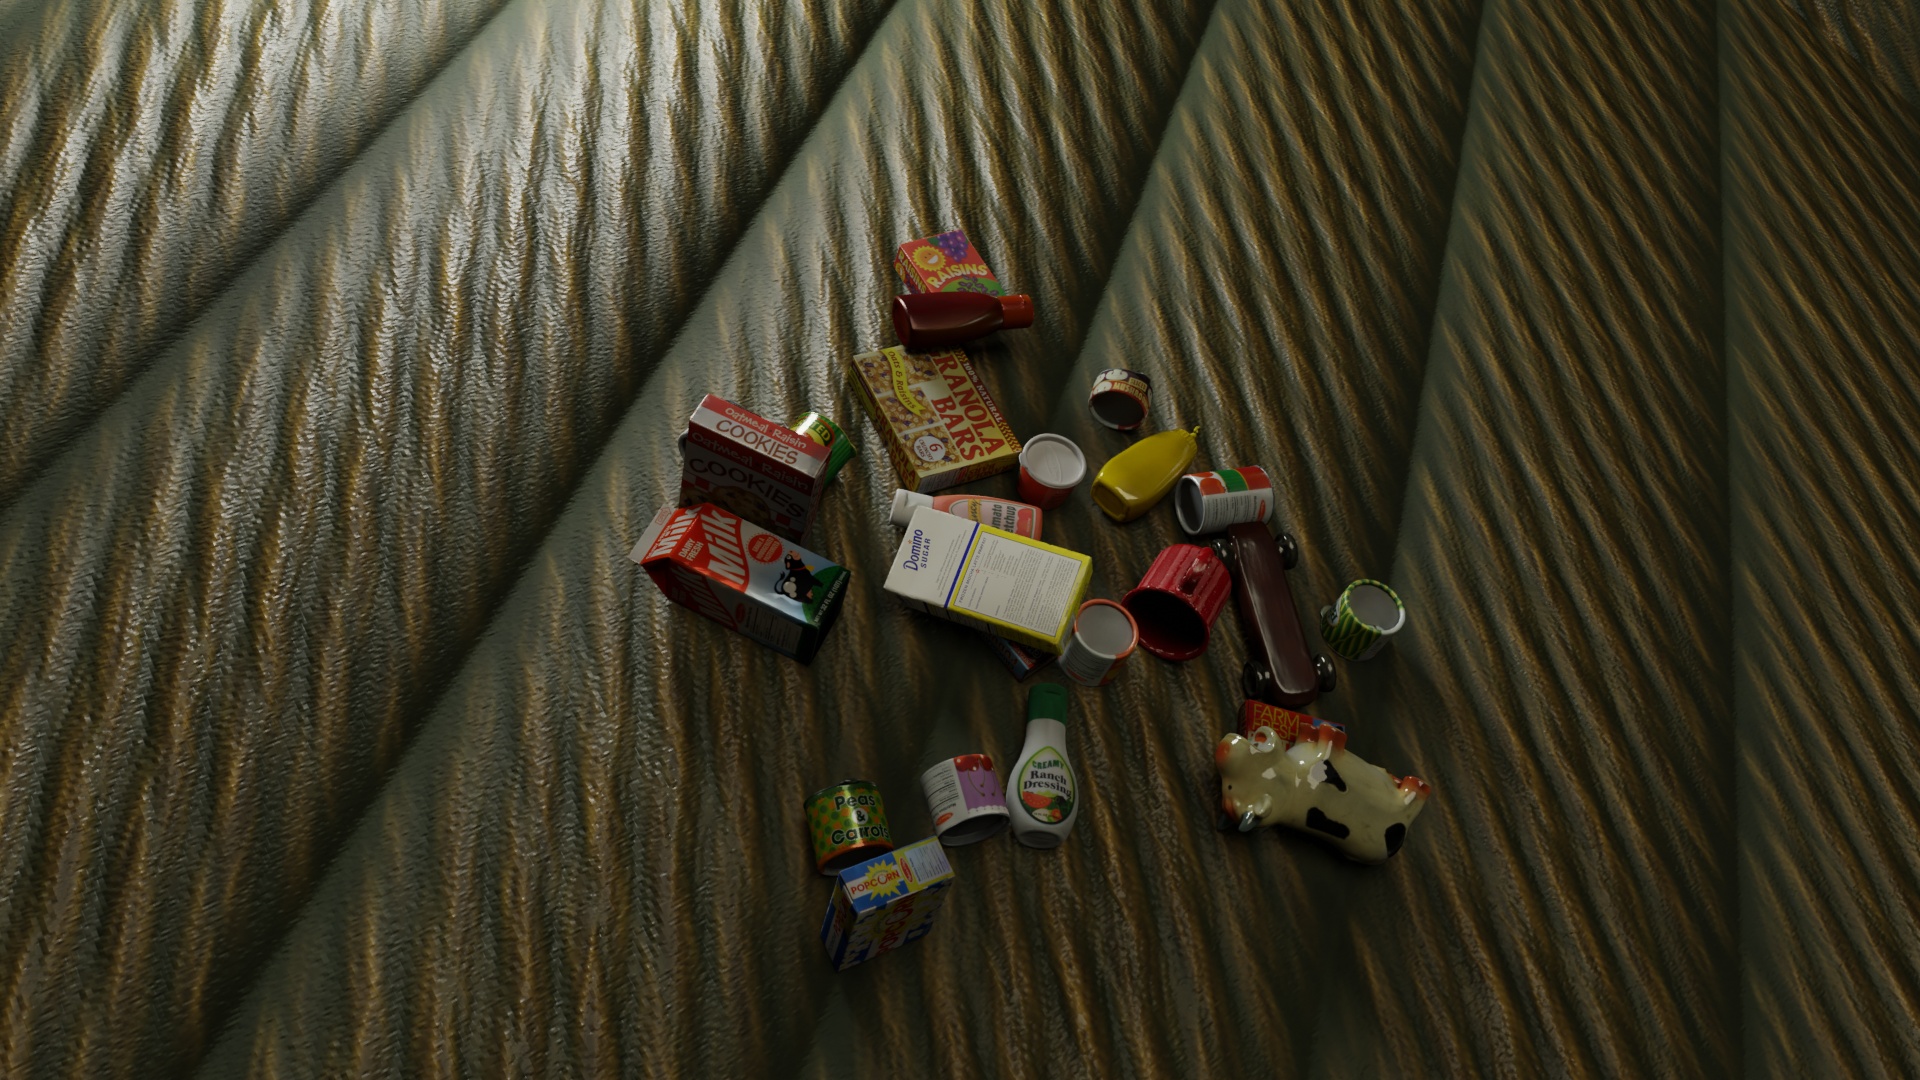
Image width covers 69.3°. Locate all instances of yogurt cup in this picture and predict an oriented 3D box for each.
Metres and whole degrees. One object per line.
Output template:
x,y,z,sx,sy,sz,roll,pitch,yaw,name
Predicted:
0.091,-0.068,1.435,0.072,0.053,0.073,7,55,-11,yogurt cup

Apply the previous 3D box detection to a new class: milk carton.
-0.204,0.031,1.274,0.191,0.073,0.073,25,54,2,milk carton

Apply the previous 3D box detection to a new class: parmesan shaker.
-0.158,-0.068,1.356,0.071,0.071,0.103,32,54,7,parmesan shaker

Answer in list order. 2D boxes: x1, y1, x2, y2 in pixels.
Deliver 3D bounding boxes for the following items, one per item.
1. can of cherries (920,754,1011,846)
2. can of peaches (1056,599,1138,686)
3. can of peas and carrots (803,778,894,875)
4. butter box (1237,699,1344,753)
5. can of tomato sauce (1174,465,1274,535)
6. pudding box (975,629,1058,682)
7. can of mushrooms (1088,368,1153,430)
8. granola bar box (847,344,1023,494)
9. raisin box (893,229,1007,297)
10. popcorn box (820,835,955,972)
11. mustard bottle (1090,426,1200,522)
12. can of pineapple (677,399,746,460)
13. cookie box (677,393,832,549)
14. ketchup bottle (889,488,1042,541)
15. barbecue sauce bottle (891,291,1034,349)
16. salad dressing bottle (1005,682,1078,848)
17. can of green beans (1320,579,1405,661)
0.006,0.226,1.206,0.071,0.071,0.058,-8,58,-20,can of cherries
0.132,0.096,1.332,0.071,0.057,0.071,7,56,-10,can of peaches
-0.093,0.241,1.163,0.071,0.070,0.059,-6,59,-19,can of peas and carrots
0.319,0.192,1.338,0.103,0.024,0.053,16,55,-5,butter box
0.276,-0.042,1.462,0.083,0.070,0.071,-8,59,-19,can of tomato sauce
0.052,0.089,1.332,0.050,0.030,0.084,-30,68,-29,pudding box
0.175,-0.153,1.506,0.071,0.070,0.034,22,56,0,can of mushrooms
-0.028,-0.133,1.455,0.124,0.038,0.166,-16,62,-25,granola bar box
-0.008,-0.288,1.567,0.086,0.039,0.123,-21,65,-25,raisin box
-0.060,0.290,1.104,0.085,0.126,0.038,-15,58,-24,popcorn box
0.208,-0.079,1.478,0.161,0.048,0.065,-35,70,-32,mustard bottle
-0.231,-0.093,1.355,0.071,0.070,0.058,36,56,10,can of pineapple
-0.192,-0.048,1.273,0.123,0.166,0.040,24,53,1,cookie box
0.005,-0.017,1.383,0.149,0.043,0.065,13,59,-6,ketchup bottle
0.005,-0.240,1.488,0.149,0.043,0.065,-9,52,-21,barbecue sauce bottle
0.075,0.201,1.253,0.064,0.043,0.148,10,54,-7,salad dressing bottle
0.411,0.081,1.419,0.071,0.057,0.071,7,55,-11,can of green beans
